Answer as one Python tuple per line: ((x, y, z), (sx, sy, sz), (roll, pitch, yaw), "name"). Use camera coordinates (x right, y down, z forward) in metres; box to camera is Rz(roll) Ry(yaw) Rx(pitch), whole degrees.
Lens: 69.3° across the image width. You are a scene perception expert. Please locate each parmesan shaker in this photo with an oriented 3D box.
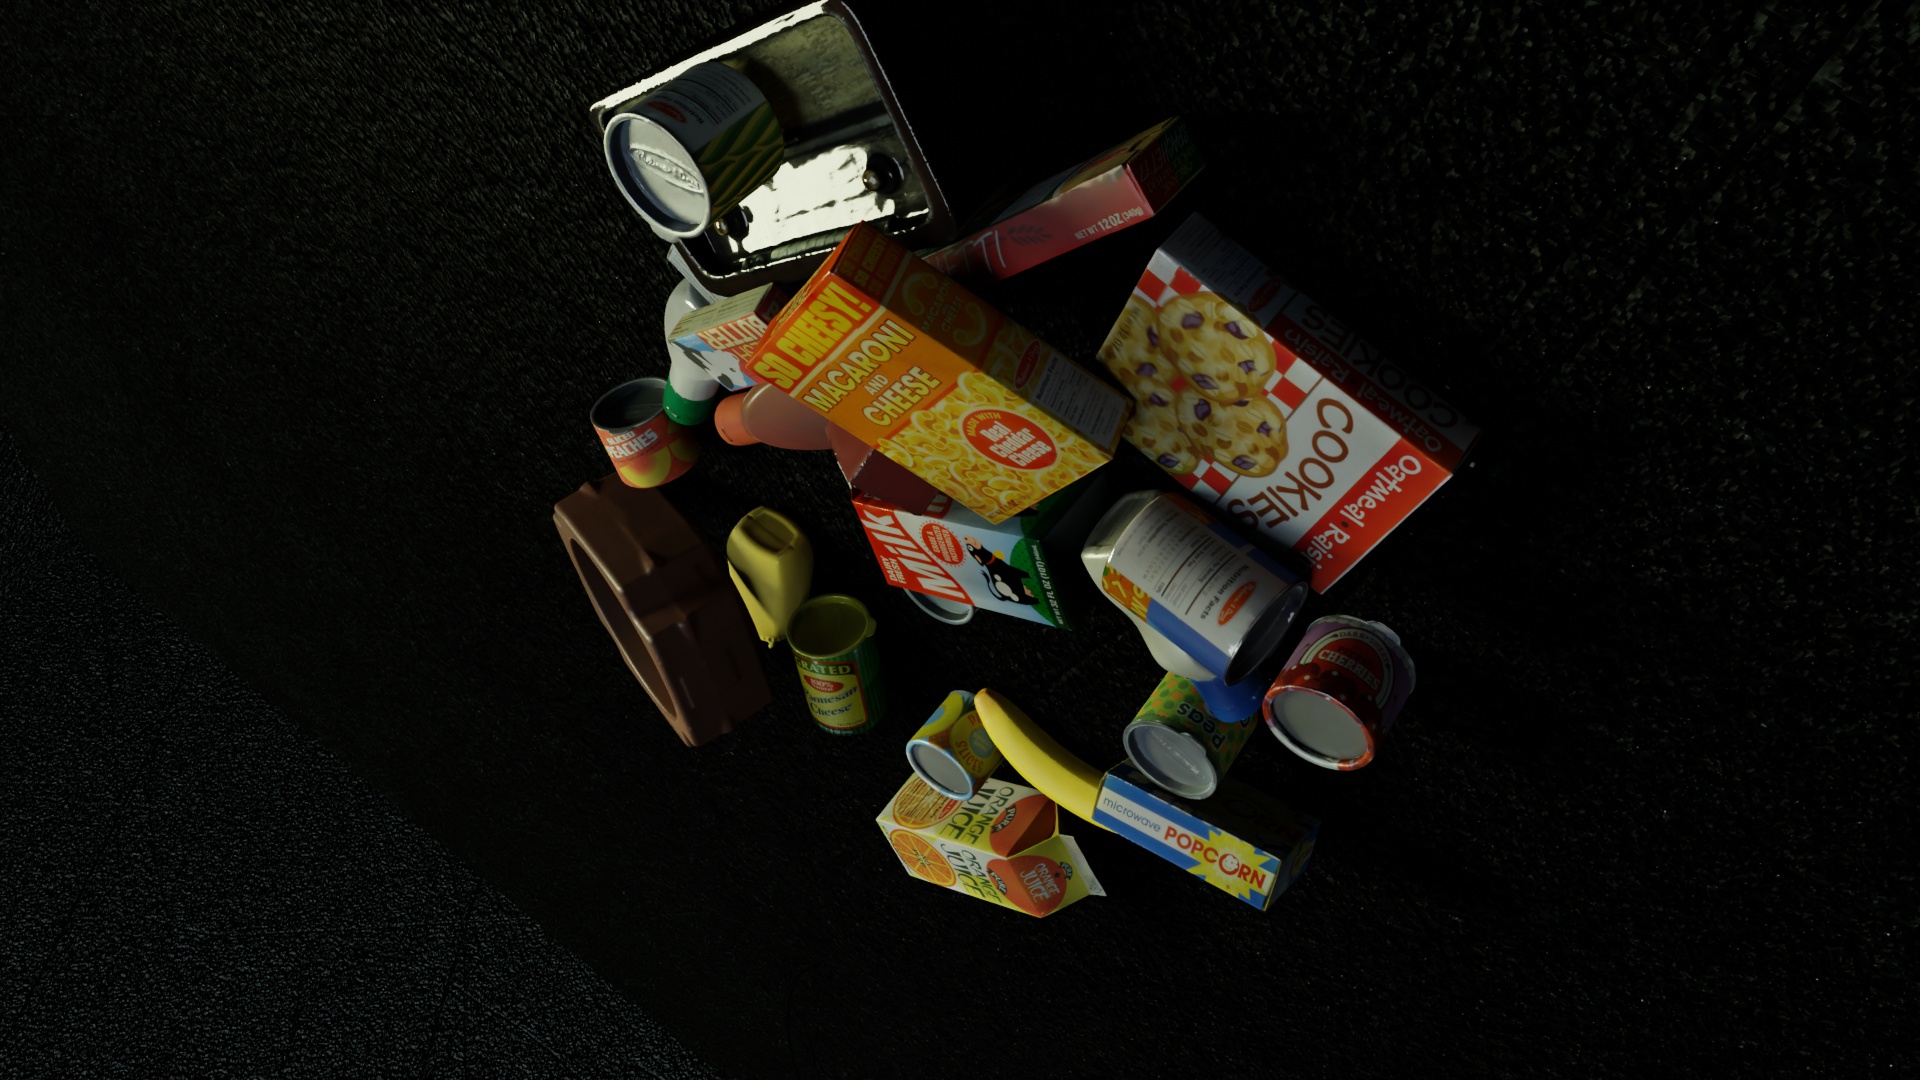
((-0.094, 0.101, 1.106), (0.071, 0.071, 0.102), (23, 143, 28), "parmesan shaker")

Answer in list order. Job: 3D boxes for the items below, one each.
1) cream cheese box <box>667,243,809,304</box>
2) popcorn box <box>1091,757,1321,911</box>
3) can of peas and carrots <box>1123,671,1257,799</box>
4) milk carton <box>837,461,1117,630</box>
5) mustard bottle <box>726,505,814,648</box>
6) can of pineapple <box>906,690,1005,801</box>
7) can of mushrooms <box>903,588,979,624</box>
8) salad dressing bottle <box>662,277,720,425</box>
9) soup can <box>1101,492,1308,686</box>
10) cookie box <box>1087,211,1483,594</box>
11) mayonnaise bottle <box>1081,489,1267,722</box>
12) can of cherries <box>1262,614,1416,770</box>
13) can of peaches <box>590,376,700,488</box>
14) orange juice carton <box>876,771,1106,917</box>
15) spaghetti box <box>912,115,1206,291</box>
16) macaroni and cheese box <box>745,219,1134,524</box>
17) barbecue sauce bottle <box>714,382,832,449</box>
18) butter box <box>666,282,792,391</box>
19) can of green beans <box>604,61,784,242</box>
((-0.125, -0.155, 0.854), (0.104, 0.053, 0.024), (47, 149, -6), "cream cheese box")
((0.160, 0.182, 0.905), (0.127, 0.085, 0.038), (24, 108, 26), "popcorn box")
((0.146, 0.118, 0.874), (0.071, 0.059, 0.070), (27, 143, 22), "can of peas and carrots")
((0.003, -0.011, 0.864), (0.190, 0.074, 0.072), (12, 137, 39), "milk carton")
((-0.151, 0.039, 1.111), (0.065, 0.049, 0.159), (36, 148, 17), "mustard bottle")
((0.001, 0.159, 1.078), (0.071, 0.058, 0.070), (28, 144, 22), "can of pineapple")
((-0.009, 0.021, 0.952), (0.071, 0.033, 0.070), (28, 145, 22), "can of mushrooms")
((-0.176, -0.129, 0.949), (0.064, 0.044, 0.147), (41, 149, 1), "salad dressing bottle")
((0.125, 0.025, 0.717), (0.084, 0.071, 0.071), (38, 149, 25), "soup can")
((0.149, -0.063, 0.680), (0.167, 0.040, 0.122), (39, 148, 7), "cookie box")
((0.129, 0.043, 0.806), (0.041, 0.065, 0.147), (-4, 129, 50), "mayonnaise bottle")
((0.209, 0.083, 0.766), (0.071, 0.059, 0.071), (28, 145, 22), "can of cherries")
((-0.237, -0.080, 1.044), (0.071, 0.071, 0.057), (17, 141, 34), "can of peaches")
((0.030, 0.245, 1.132), (0.192, 0.073, 0.071), (5, 132, 43), "orange juice carton")
((0.017, -0.152, 0.708), (0.249, 0.050, 0.028), (-11, 119, 52), "spaghetti box")
((-0.013, -0.081, 0.719), (0.166, 0.040, 0.123), (32, 152, -16), "macaroni and cheese box")
((-0.112, -0.088, 0.926), (0.148, 0.044, 0.064), (-5, 129, 50), "barbecue sauce bottle")
((-0.122, -0.116, 0.805), (0.053, 0.024, 0.103), (38, 154, -32), "butter box")
((-0.129, -0.190, 0.676), (0.071, 0.058, 0.071), (27, 144, 22), "can of green beans")
